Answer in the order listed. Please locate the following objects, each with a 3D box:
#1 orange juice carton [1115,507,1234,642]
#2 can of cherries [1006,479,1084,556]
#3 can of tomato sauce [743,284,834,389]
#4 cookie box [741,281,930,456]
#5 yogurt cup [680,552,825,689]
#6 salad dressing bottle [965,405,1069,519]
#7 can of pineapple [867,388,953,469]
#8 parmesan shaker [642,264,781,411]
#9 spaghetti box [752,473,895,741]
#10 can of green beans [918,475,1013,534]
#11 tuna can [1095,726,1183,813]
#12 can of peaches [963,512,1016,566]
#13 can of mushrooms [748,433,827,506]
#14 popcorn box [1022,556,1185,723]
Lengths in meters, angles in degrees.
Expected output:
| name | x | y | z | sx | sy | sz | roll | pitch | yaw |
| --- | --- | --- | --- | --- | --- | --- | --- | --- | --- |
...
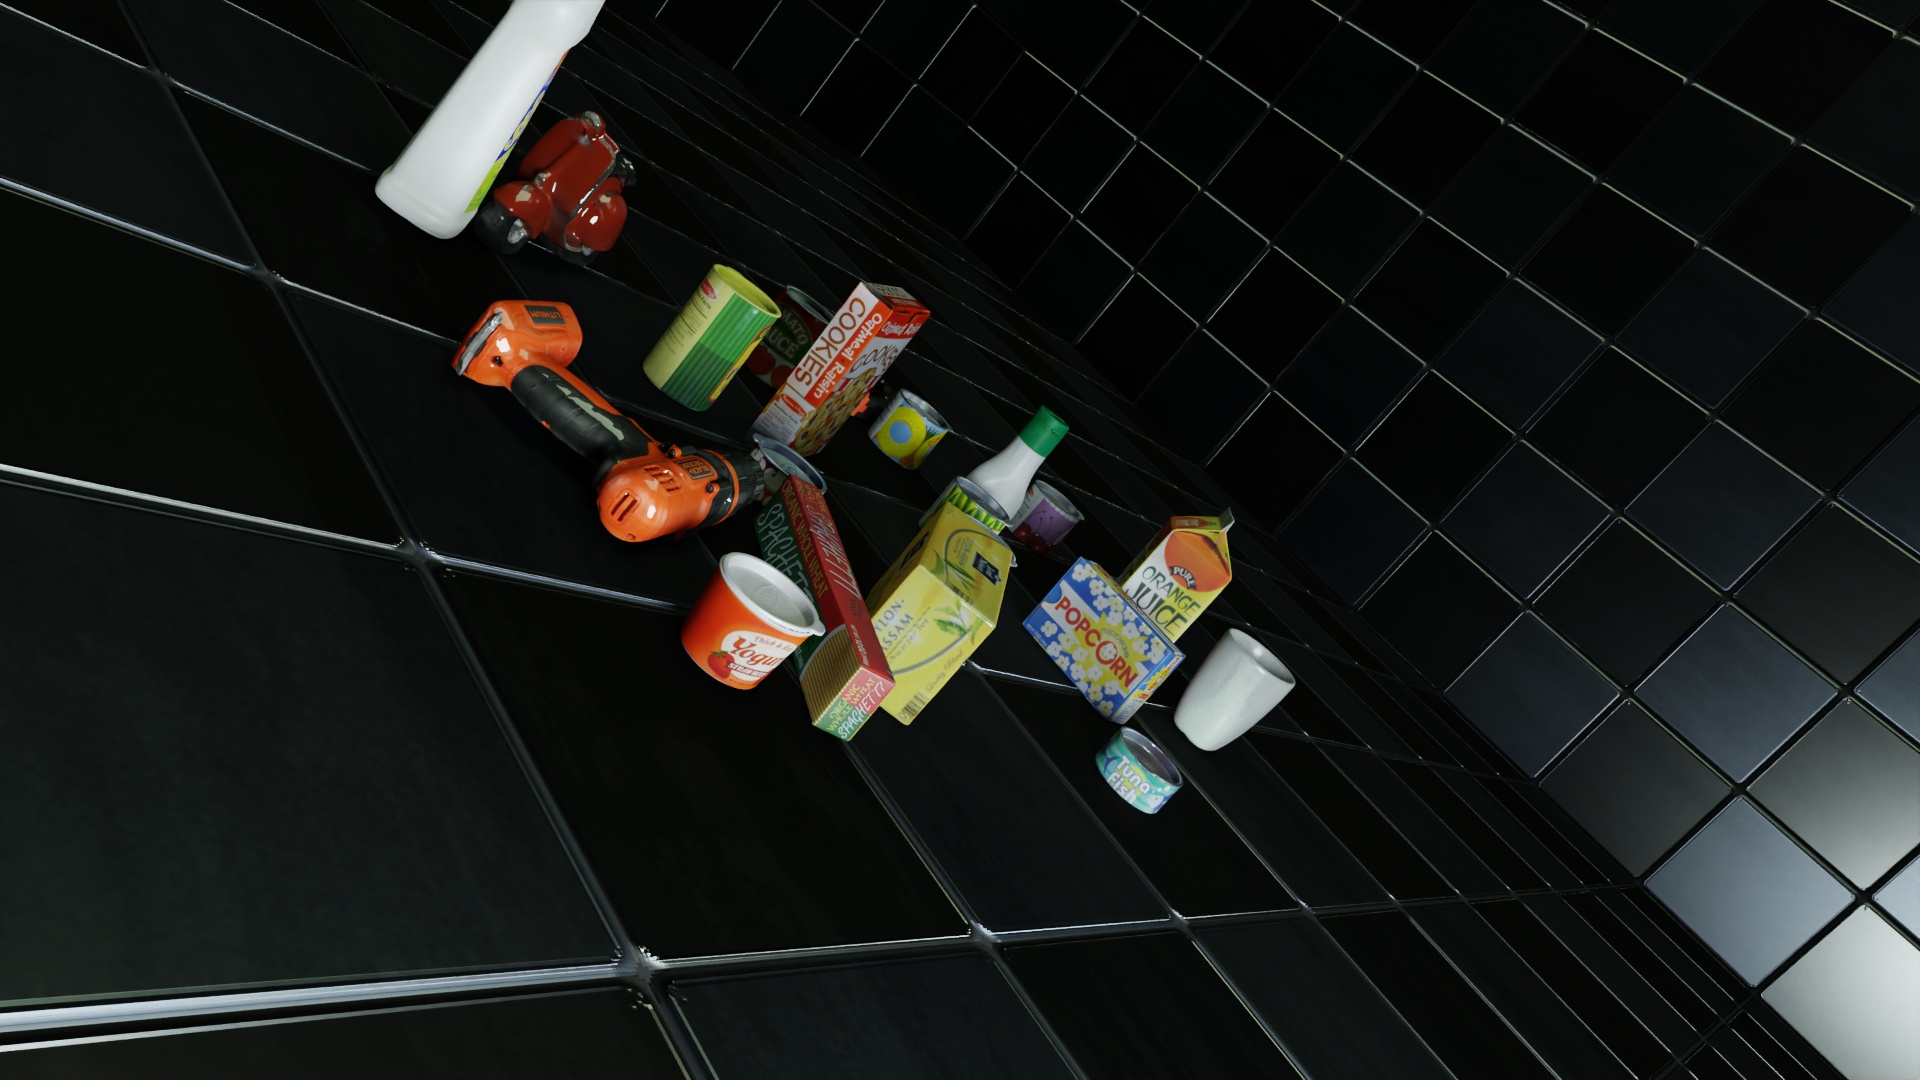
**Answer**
| name | x | y | z | sx | sy | sz | roll | pitch | yaw |
| --- | --- | --- | --- | --- | --- | --- | --- | --- | --- |
| orange juice carton | 0.191 | 0.046 | 1.308 | 0.073 | 0.192 | 0.072 | 40 | 14 | -1 |
| can of cherries | 0.093 | -0.023 | 1.536 | 0.071 | 0.058 | 0.072 | 37 | 15 | -11 |
| can of tomato sauce | -0.169 | -0.196 | 1.354 | 0.071 | 0.083 | 0.071 | 37 | 14 | -11 |
| cookie box | -0.103 | -0.143 | 1.191 | 0.040 | 0.167 | 0.123 | 41 | 14 | 4 |
| yogurt cup | -0.124 | 0.048 | 0.797 | 0.072 | 0.054 | 0.072 | 37 | 15 | -11 |
| salad dressing bottle | 0.048 | -0.066 | 1.377 | 0.064 | 0.147 | 0.044 | 31 | 17 | -34 |
| can of pineapple | -0.053 | -0.114 | 1.448 | 0.071 | 0.057 | 0.071 | 37 | 15 | -11 |
| parmesan shaker | -0.204 | -0.166 | 1.134 | 0.071 | 0.103 | 0.071 | 37 | 14 | -11 |
| spaghetti box | -0.095 | 0.035 | 0.915 | 0.028 | 0.050 | 0.251 | 31 | 17 | -31 |
| can of green beans | 0.003 | -0.018 | 1.300 | 0.071 | 0.057 | 0.071 | 37 | 15 | -11 |
| tuna can | 0.140 | 0.182 | 1.096 | 0.071 | 0.032 | 0.071 | 37 | 15 | -11 |
| can of peaches | 0.005 | 0.019 | 1.195 | 0.071 | 0.058 | 0.071 | 37 | 15 | -11 |
| can of mushrooms | -0.142 | -0.049 | 1.082 | 0.071 | 0.033 | 0.071 | 37 | 15 | -11 |
| popcorn box | 0.127 | 0.089 | 1.235 | 0.127 | 0.085 | 0.038 | 48 | 16 | 30 |
